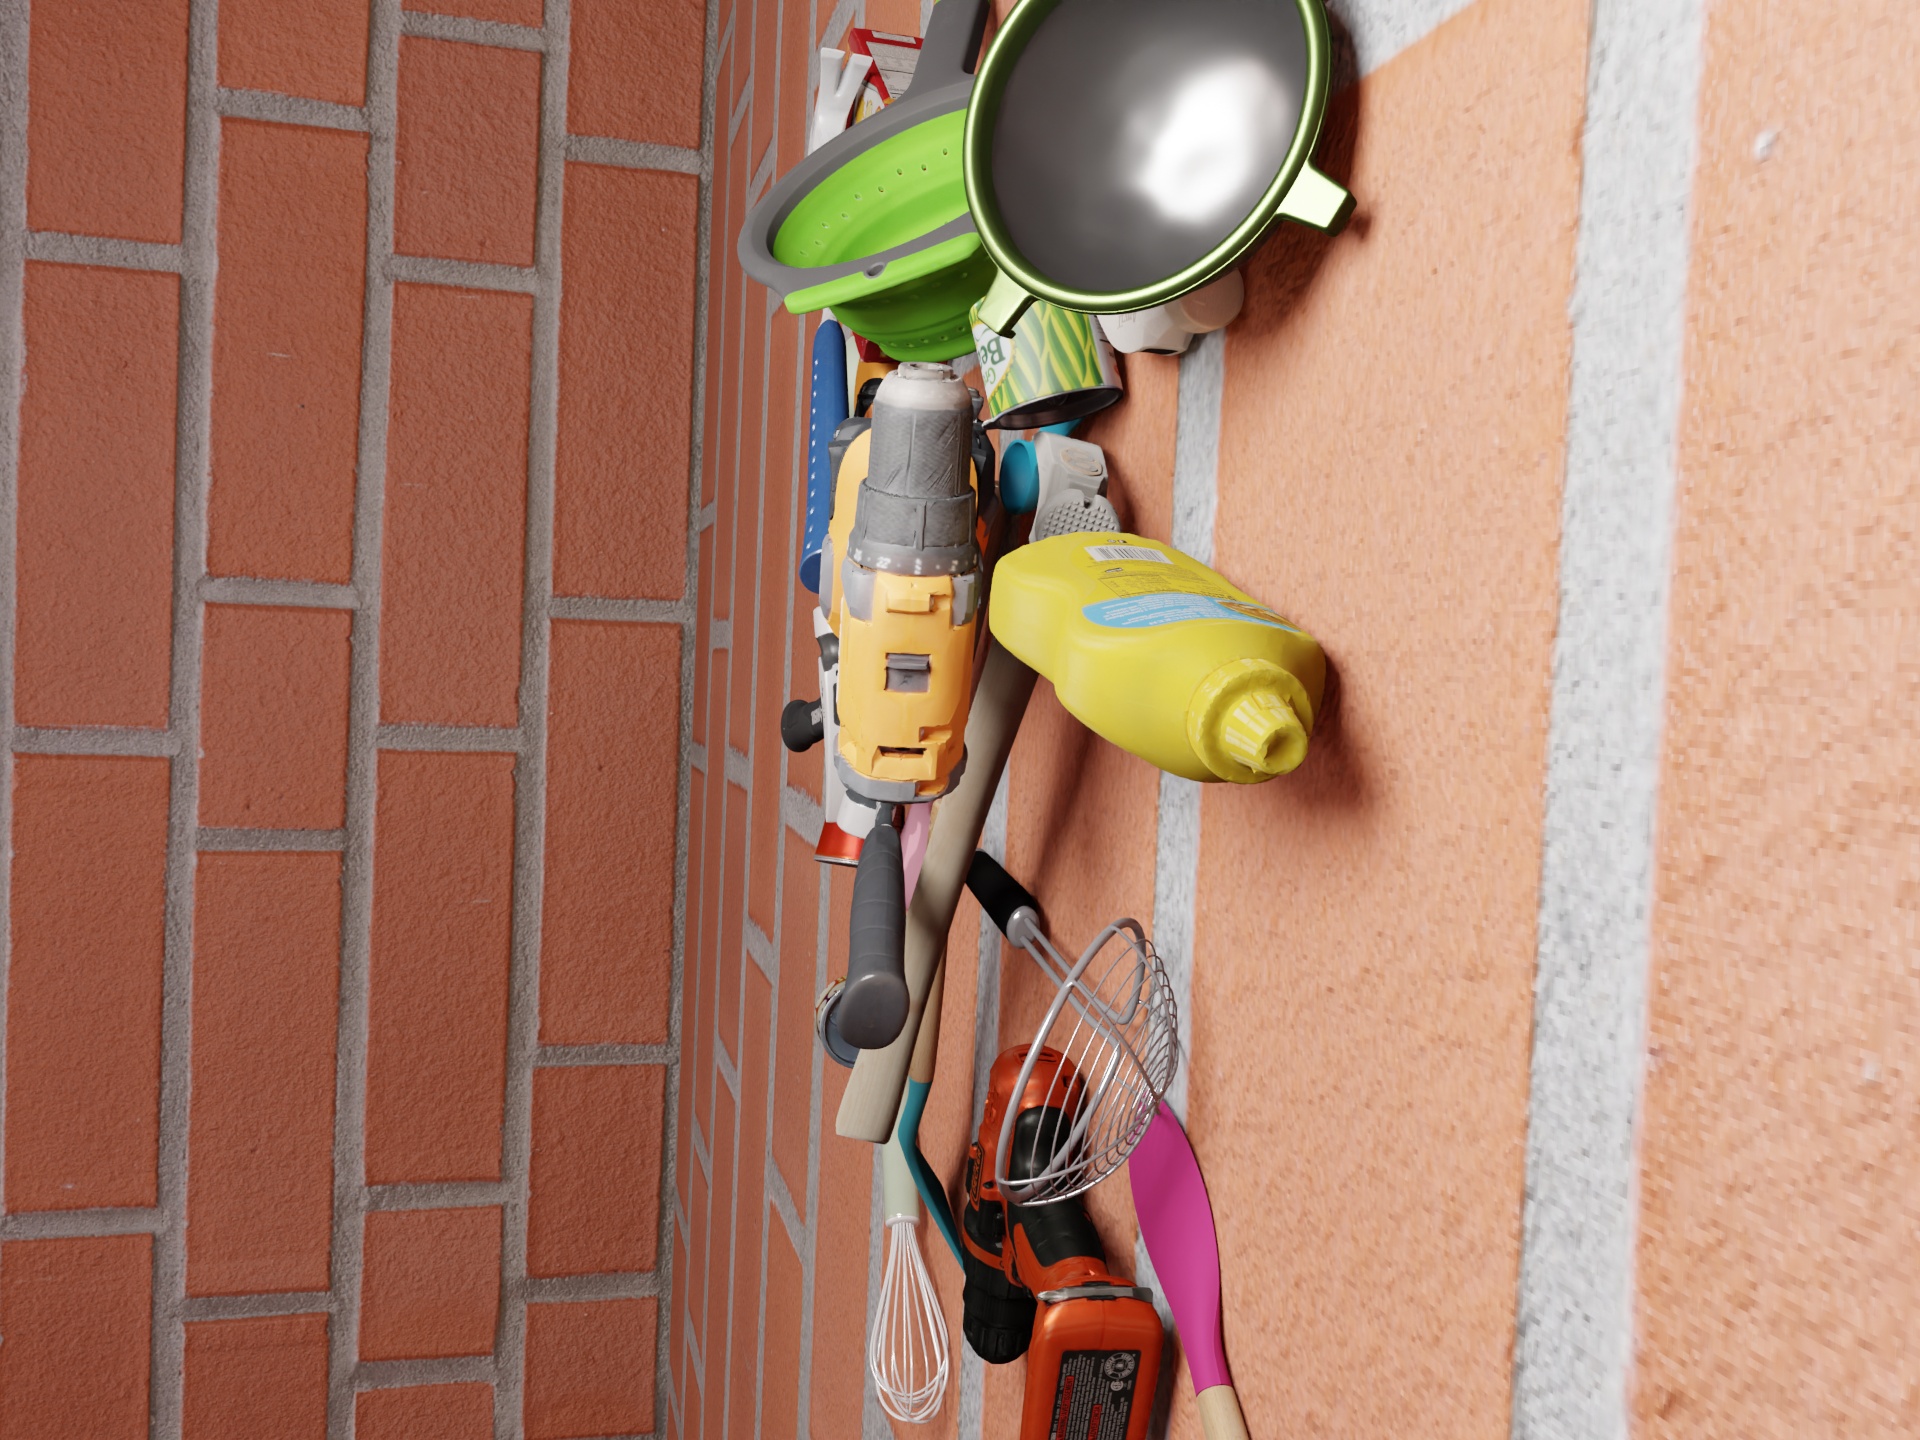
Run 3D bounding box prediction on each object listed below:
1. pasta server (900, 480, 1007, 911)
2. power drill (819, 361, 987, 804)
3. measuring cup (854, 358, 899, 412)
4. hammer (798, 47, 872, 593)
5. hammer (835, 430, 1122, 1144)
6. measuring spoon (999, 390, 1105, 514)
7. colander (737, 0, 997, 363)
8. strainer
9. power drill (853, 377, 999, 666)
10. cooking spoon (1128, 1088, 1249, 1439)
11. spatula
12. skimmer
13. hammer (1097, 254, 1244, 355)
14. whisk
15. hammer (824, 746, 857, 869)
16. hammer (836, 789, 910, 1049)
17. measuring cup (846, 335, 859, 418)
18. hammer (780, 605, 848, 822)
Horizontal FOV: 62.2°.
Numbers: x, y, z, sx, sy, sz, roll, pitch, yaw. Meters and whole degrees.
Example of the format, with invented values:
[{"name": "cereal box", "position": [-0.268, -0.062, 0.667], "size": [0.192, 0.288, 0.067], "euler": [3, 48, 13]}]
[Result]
[{"name": "pasta server", "position": [-0.002, -0.003, 1.029], "size": [0.060, 0.040, 0.316], "euler": [-115, 35, -60]}, {"name": "power drill", "position": [-0.025, -0.087, 0.748], "size": [0.226, 0.084, 0.185], "euler": [-97, 10, -68]}, {"name": "measuring cup", "position": [-0.043, -0.214, 1.150], "size": [0.174, 0.052, 0.095], "euler": [-101, 19, -45]}, {"name": "hammer", "position": [-0.084, -0.260, 1.020], "size": [0.144, 0.035, 0.406], "euler": [115, 156, -55]}, {"name": "hammer", "position": [0.000, 0.051, 0.837], "size": [0.146, 0.038, 0.410], "euler": [-90, 16, -65]}, {"name": "measuring spoon", "position": [0.056, -0.152, 0.855], "size": [0.128, 0.021, 0.042], "euler": [137, 129, -57]}, {"name": "colander", "position": [-0.003, -0.321, 0.934], "size": [0.397, 0.204, 0.094], "euler": [-81, -29, -45]}, {"name": "strainer", "position": [0.076, -0.274, 0.617], "size": [0.151, 0.069, 0.256], "euler": [-10, 79, 33]}, {"name": "power drill", "position": [-0.025, -0.140, 0.972], "size": [0.227, 0.084, 0.164], "euler": [-107, 29, -65]}, {"name": "cooking spoon", "position": [0.103, 0.281, 0.605], "size": [0.319, 0.017, 0.068], "euler": [-103, 21, -47]}, {"name": "spatula", "position": [-0.011, 0.190, 0.956], "size": [0.082, 0.044, 0.317], "euler": [-115, 27, -64]}, {"name": "skimmer", "position": [0.021, 0.116, 0.792], "size": [0.363, 0.090, 0.127], "euler": [-138, 64, -72]}, {"name": "hammer", "position": [0.093, -0.327, 0.698], "size": [0.130, 0.031, 0.331], "euler": [-166, 79, -74]}, {"name": "whisk", "position": [-0.038, 0.352, 1.089], "size": [0.058, 0.059, 0.247], "euler": [-31, 45, 28]}, {"name": "hammer", "position": [-0.087, -0.053, 1.266], "size": [0.128, 0.033, 0.330], "euler": [-119, 27, -64]}, {"name": "hammer", "position": [-0.039, 0.060, 0.855], "size": [0.409, 0.036, 0.149], "euler": [-95, 22, -73]}, {"name": "measuring cup", "position": [-0.083, -0.241, 1.315], "size": [0.083, 0.038, 0.167], "euler": [-85, 3, -49]}, {"name": "hammer", "position": [-0.108, 0.005, 1.224], "size": [0.335, 0.035, 0.146], "euler": [162, 103, -78]}]
